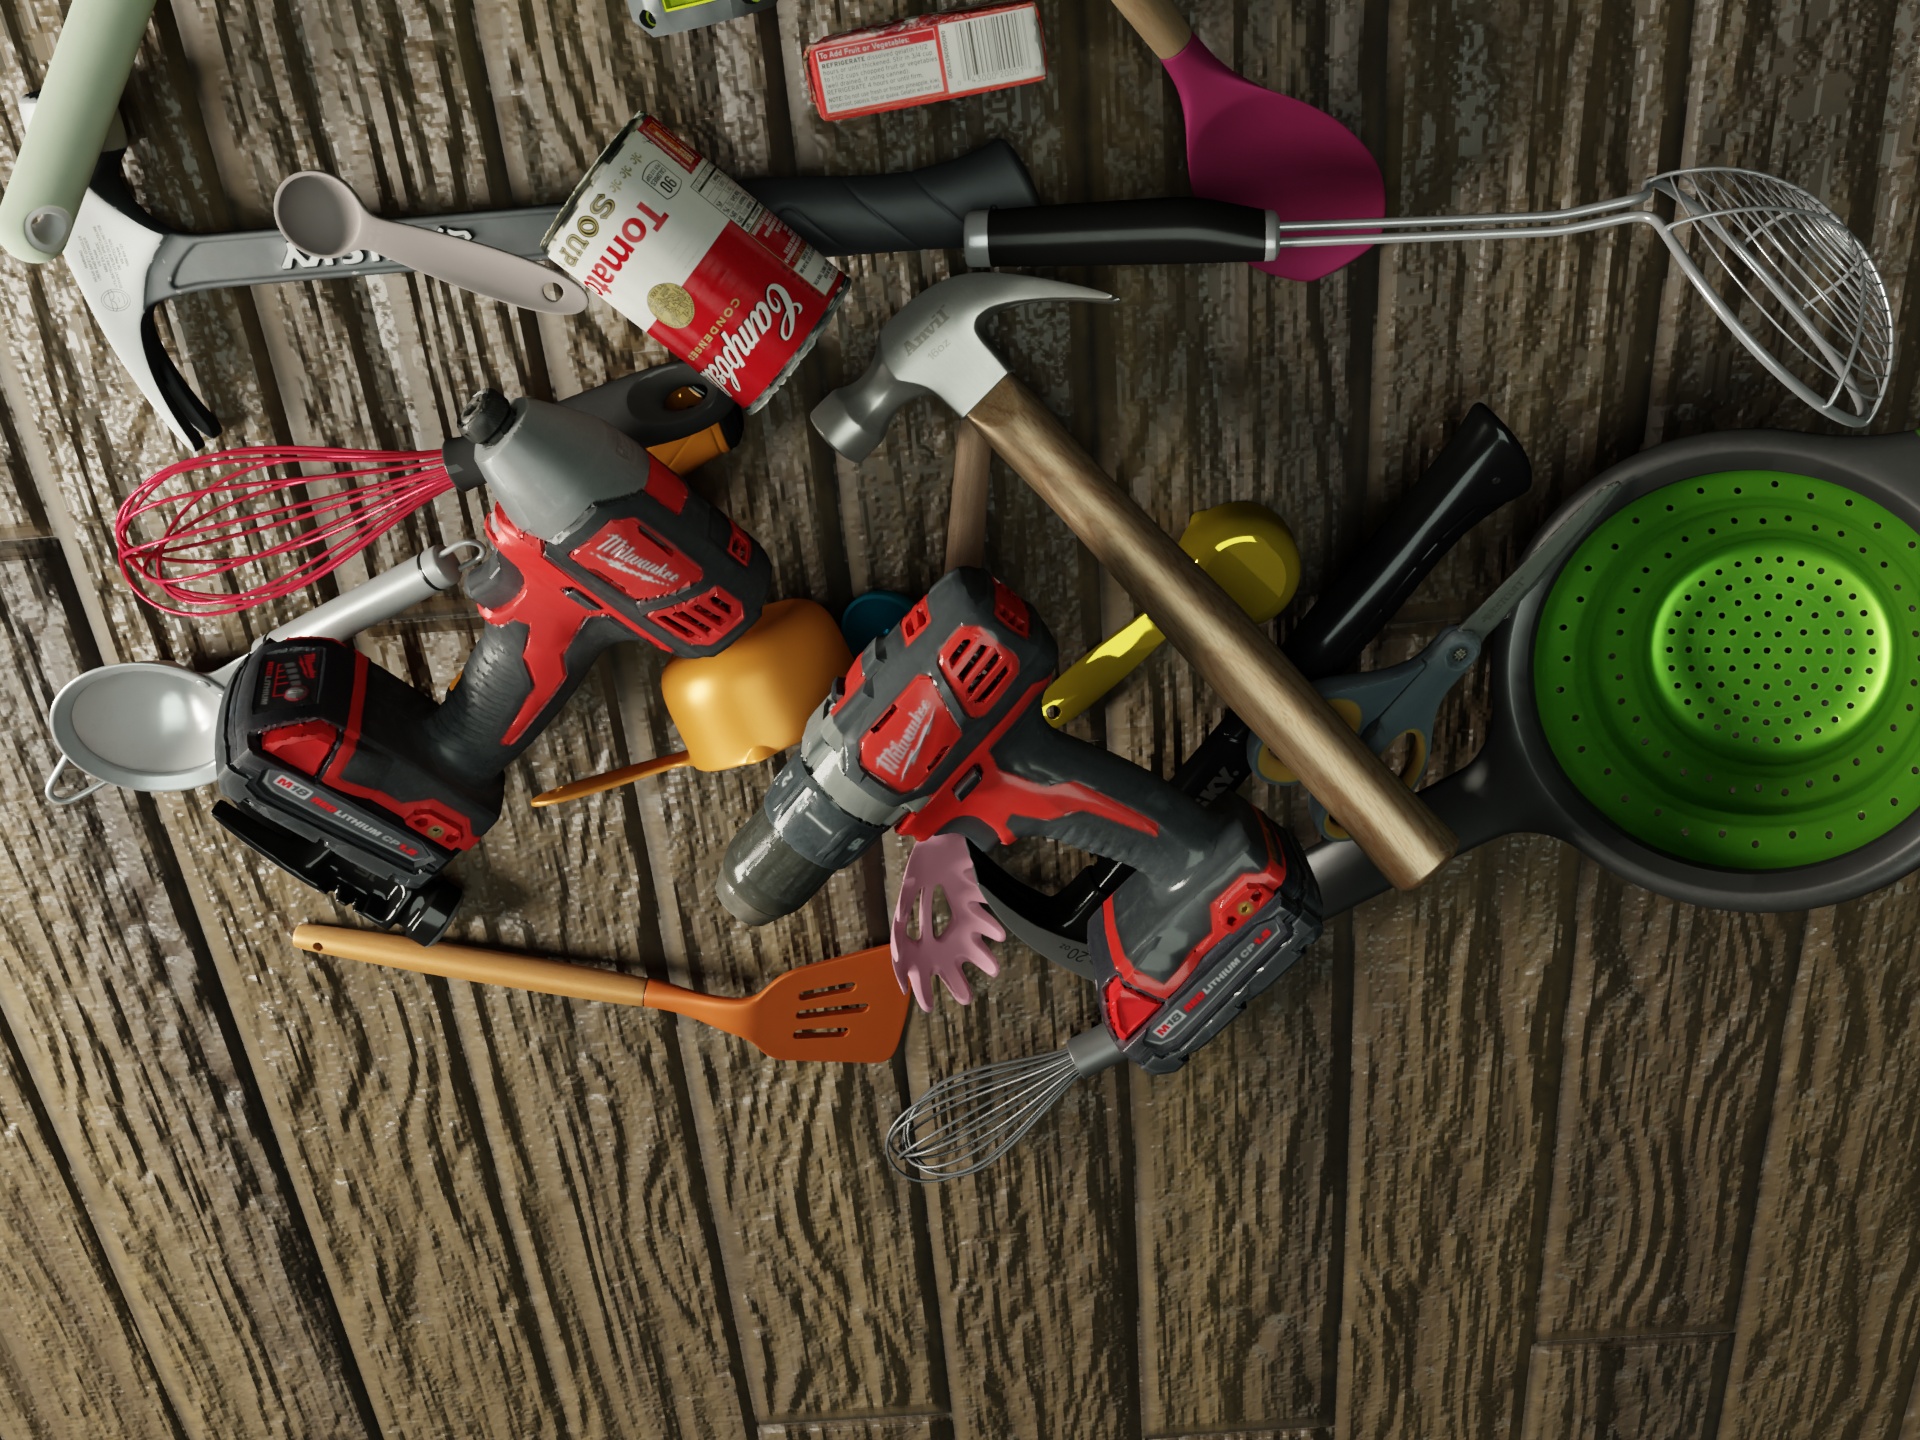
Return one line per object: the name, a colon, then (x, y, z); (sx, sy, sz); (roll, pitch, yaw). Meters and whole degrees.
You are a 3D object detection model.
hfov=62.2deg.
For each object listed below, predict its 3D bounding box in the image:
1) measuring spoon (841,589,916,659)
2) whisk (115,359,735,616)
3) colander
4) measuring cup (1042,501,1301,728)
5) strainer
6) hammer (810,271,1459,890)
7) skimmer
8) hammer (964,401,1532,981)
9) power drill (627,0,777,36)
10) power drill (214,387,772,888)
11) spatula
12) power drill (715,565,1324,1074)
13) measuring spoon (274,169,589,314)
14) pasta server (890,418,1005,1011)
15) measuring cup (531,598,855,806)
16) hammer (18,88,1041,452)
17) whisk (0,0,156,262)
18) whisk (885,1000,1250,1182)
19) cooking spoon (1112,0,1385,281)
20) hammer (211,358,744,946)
measuring spoon: (-0.036, -0.010, 0.774); (0.042, 0.021, 0.128); (12, 127, 12)
whisk: (-0.235, -0.106, 0.685); (0.296, 0.073, 0.073); (-14, 116, 9)
colander: (0.292, 0.012, 0.746); (0.397, 0.094, 0.204); (-34, 79, 34)
measuring cup: (0.093, -0.039, 0.748); (0.156, 0.029, 0.062); (-40, 110, 15)
strainer: (-0.321, -0.028, 0.733); (0.258, 0.050, 0.086); (-23, 138, 17)
hammer: (0.093, -0.058, 0.683); (0.130, 0.031, 0.331); (-43, 92, 17)
skimmer: (0.184, -0.170, 0.640); (0.363, 0.127, 0.090); (1, 135, 6)
hammer: (0.138, -0.005, 0.739); (0.146, 0.035, 0.334); (24, 117, -27)
power drill: (-0.037, -0.365, 0.560); (0.228, 0.080, 0.190); (-9, 117, 8)
power drill: (-0.202, -0.037, 0.667); (0.219, 0.079, 0.143); (-37, 130, 17)
spatula: (-0.188, 0.135, 0.842); (0.322, 0.041, 0.081); (9, 117, 0)
power drill: (0.023, 0.061, 0.698); (0.226, 0.080, 0.188); (36, 110, -18)
measuring spoon: (-0.212, -0.191, 0.645); (0.124, 0.018, 0.034); (16, 120, -17)
pasta server: (-0.001, -0.002, 0.764); (0.060, 0.040, 0.316); (-7, 118, -24)
measuring cup: (-0.131, -0.007, 0.734); (0.173, 0.095, 0.052); (-18, 107, 12)
hammer: (-0.168, -0.199, 0.666); (0.409, 0.036, 0.149); (-4, 118, 1)
whisk: (-0.311, -0.286, 0.594); (0.059, 0.057, 0.246); (34, 103, 26)
whisk: (0.066, 0.184, 0.854); (0.239, 0.055, 0.055); (-29, 113, 9)
cooking spoon: (0.065, -0.266, 0.582); (0.069, 0.017, 0.318); (-27, 138, 30)
hammer: (-0.218, -0.037, 0.747); (0.127, 0.034, 0.337); (35, 111, -18)
